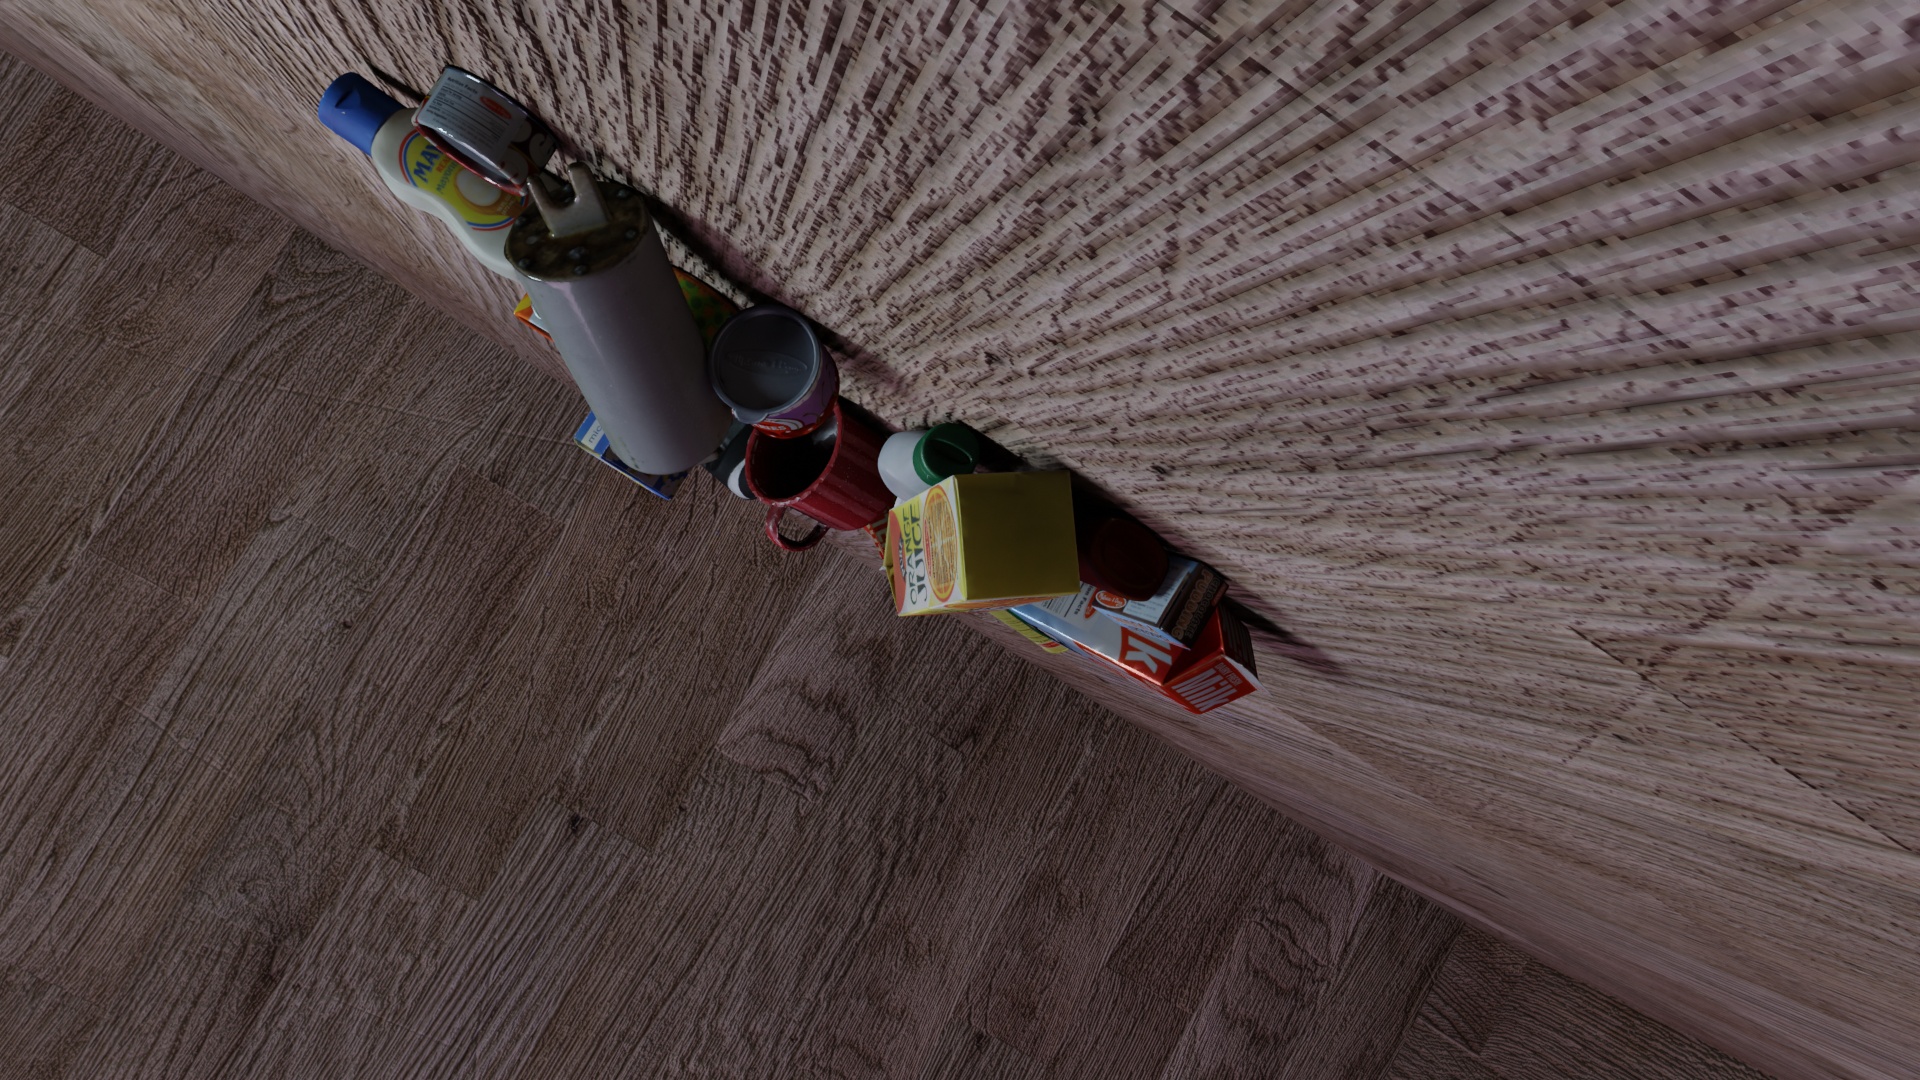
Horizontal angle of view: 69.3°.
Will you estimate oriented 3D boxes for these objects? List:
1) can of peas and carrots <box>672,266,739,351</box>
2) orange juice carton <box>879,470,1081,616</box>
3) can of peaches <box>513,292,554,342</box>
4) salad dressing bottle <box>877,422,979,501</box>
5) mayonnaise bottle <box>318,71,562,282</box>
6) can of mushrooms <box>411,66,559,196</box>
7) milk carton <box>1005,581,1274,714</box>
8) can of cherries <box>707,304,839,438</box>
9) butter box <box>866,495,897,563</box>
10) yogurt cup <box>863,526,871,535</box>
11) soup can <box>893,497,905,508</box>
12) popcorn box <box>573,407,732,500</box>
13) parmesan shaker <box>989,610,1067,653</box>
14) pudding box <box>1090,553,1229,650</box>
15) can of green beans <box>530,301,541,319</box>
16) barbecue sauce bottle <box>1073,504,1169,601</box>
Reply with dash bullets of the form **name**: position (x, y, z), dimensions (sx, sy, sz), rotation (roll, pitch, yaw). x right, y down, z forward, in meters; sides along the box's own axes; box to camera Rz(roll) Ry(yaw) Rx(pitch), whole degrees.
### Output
- **can of peas and carrots**: position (-0.182, -0.137, 0.896), dimensions (0.071, 0.059, 0.071), rotation (29, 175, 3)
- **orange juice carton**: position (0.005, 0.007, 0.863), dimensions (0.072, 0.073, 0.192), rotation (-3, 174, -17)
- **can of peaches**: position (-0.326, -0.193, 1.148), dimensions (0.071, 0.058, 0.071), rotation (30, 174, 4)
- **salad dressing bottle**: position (-0.018, -0.050, 0.901), dimensions (0.064, 0.044, 0.147), rotation (27, 174, -8)
- **mayonnaise bottle**: position (-0.303, -0.217, 0.814), dimensions (0.148, 0.065, 0.041), rotation (34, 171, -3)
- **can of mushrooms**: position (-0.243, -0.208, 0.713), dimensions (0.071, 0.033, 0.071), rotation (29, 174, 4)
- **milk carton**: position (0.125, 0.058, 0.954), dimensions (0.191, 0.073, 0.072), rotation (26, 172, 37)
- **can of cherries**: position (-0.110, -0.096, 0.817), dimensions (0.071, 0.071, 0.058), rotation (29, 174, 11)
- **butter box**: position (-0.045, -0.011, 1.096), dimensions (0.103, 0.053, 0.024), rotation (64, 169, -5)
- **yogurt cup**: position (-0.055, -0.022, 1.242), dimensions (0.054, 0.072, 0.072), rotation (36, 178, 30)
- **soup can**: position (0.004, -0.013, 1.006), dimensions (0.084, 0.071, 0.071), rotation (28, 174, 25)
- **popcorn box**: position (-0.216, -0.103, 1.032), dimensions (0.038, 0.127, 0.085), rotation (30, 174, 34)
- **parmesan shaker**: position (0.065, 0.048, 1.239), dimensions (0.103, 0.071, 0.071), rotation (36, 172, -36)
- **pudding box**: position (0.123, 0.033, 0.866), dimensions (0.030, 0.050, 0.084), rotation (35, 172, -26)
- **can of green beans**: position (-0.245, -0.168, 0.903), dimensions (0.071, 0.071, 0.058), rotation (31, 174, -7)
- **barbecue sauce bottle**: position (0.067, -0.001, 0.885), dimensions (0.065, 0.044, 0.148), rotation (36, 173, -28)
